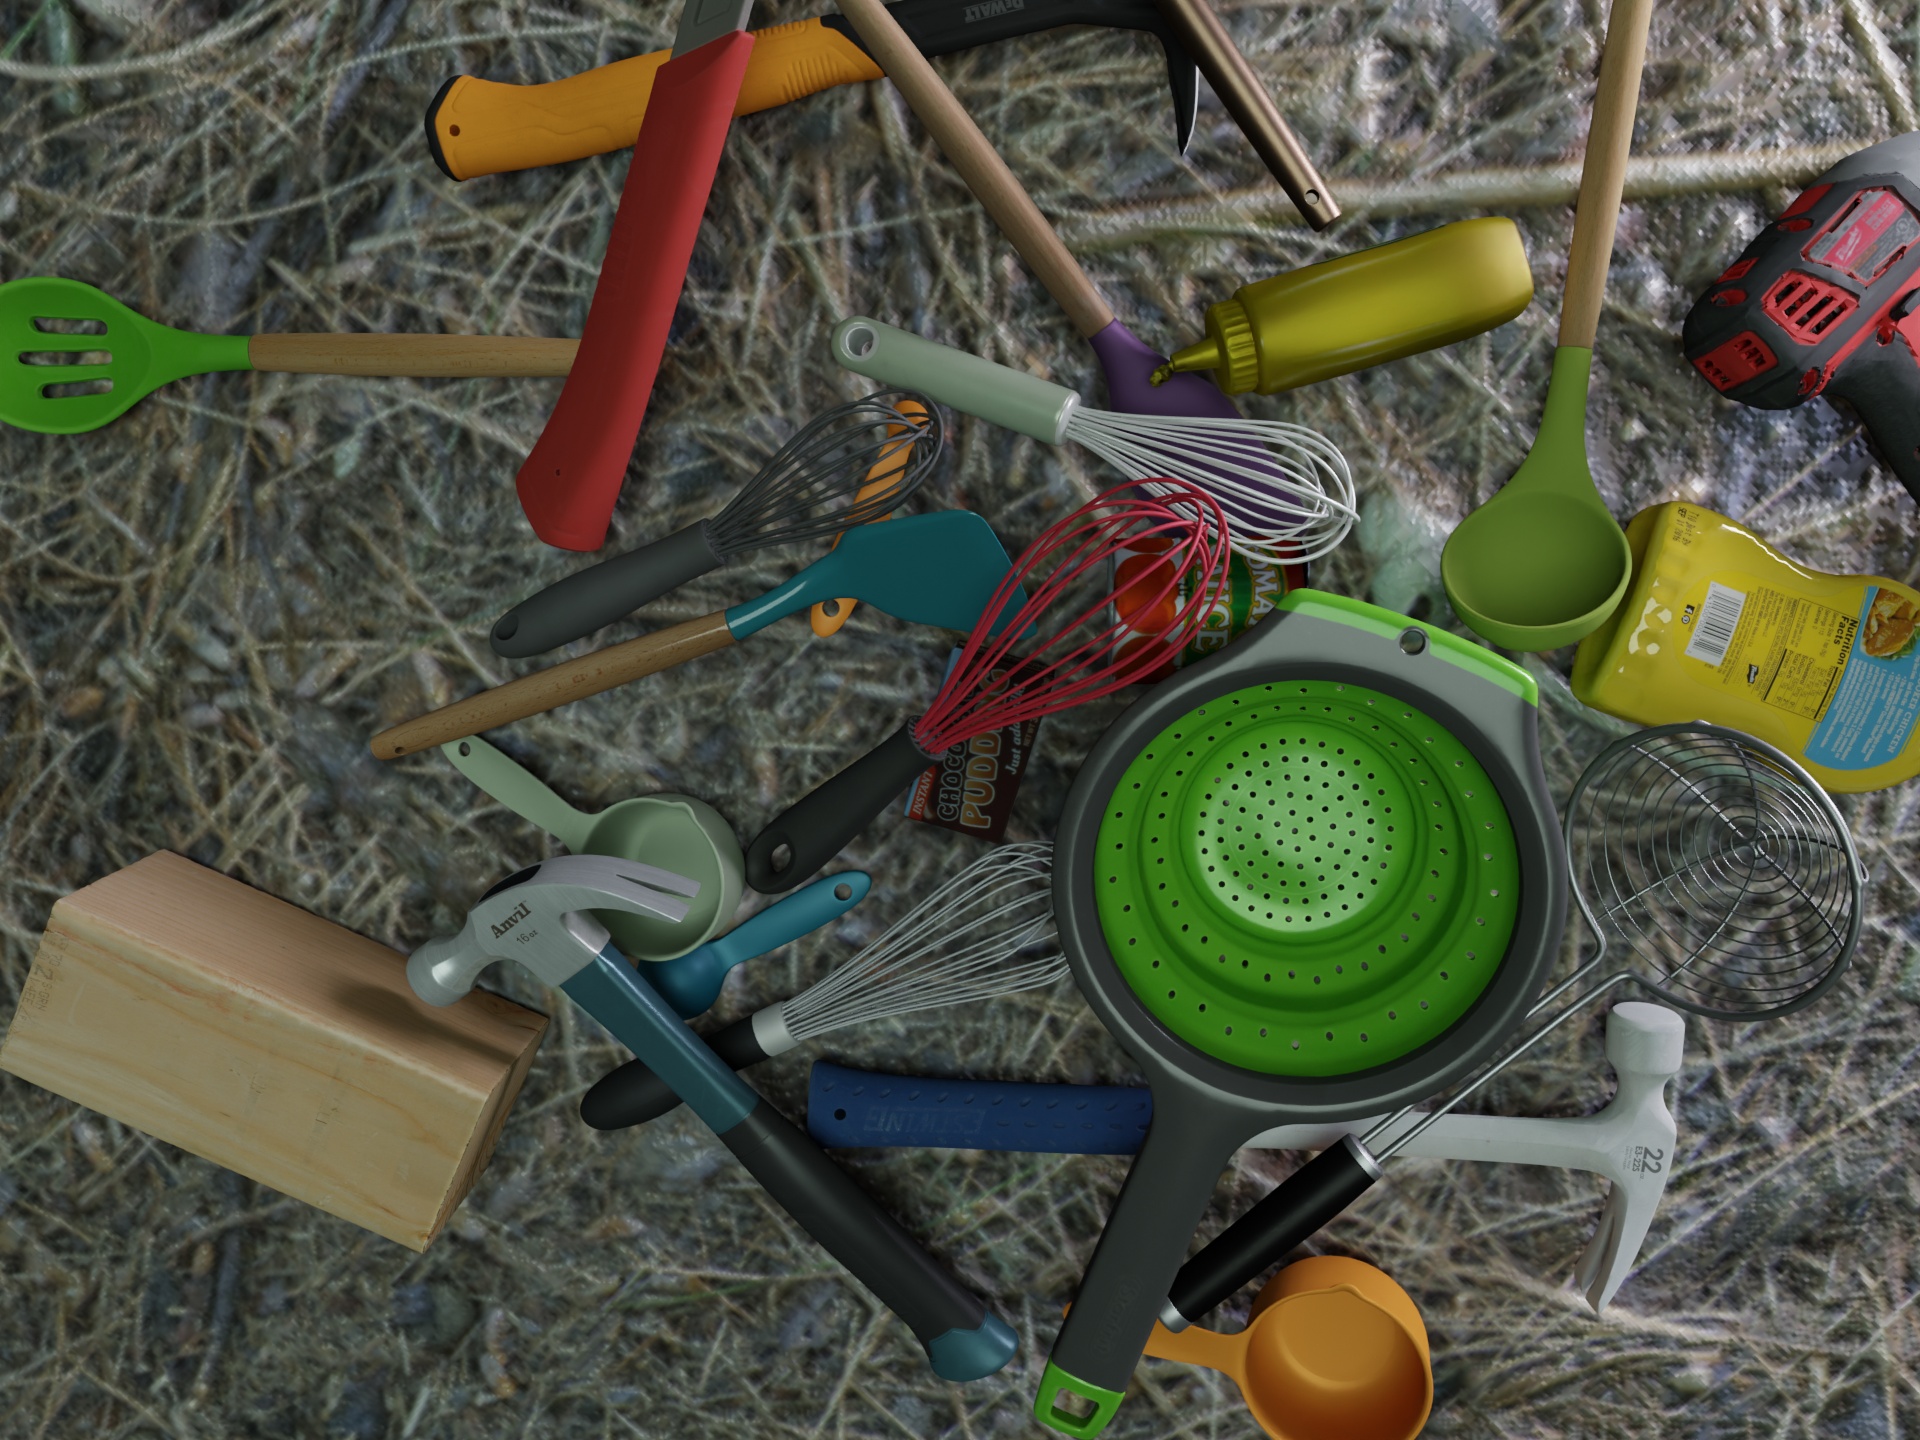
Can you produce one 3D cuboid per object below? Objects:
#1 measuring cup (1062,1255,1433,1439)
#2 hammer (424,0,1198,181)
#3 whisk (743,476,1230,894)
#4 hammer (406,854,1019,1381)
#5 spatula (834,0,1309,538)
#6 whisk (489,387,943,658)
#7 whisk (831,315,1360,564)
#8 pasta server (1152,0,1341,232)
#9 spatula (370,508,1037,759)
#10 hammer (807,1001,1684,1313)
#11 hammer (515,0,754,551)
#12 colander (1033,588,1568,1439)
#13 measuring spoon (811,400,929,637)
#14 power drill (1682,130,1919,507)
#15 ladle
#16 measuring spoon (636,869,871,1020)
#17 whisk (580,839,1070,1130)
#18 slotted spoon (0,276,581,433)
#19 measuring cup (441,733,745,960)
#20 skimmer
[{"bbox_3d":[0.139,0.295,0.769,0.173,0.052,0.095,8,99,16],"label":"measuring cup"},{"bbox_3d":[-0.066,-0.279,0.690,0.337,0.034,0.127,-11,97,4],"label":"hammer"},{"bbox_3d":[-0.001,-0.002,0.681,0.295,0.073,0.073,-39,96,31],"label":"whisk"},{"bbox_3d":[-0.094,0.191,0.731,0.128,0.033,0.331,-37,104,20],"label":"hammer"},{"bbox_3d":[0.043,-0.188,0.685,0.060,0.018,0.315,-36,106,14],"label":"spatula"},{"bbox_3d":[-0.113,-0.083,0.714,0.239,0.055,0.055,-24,97,14],"label":"whisk"},{"bbox_3d":[0.054,-0.127,0.684,0.246,0.059,0.058,23,94,14],"label":"whisk"},{"bbox_3d":[0.060,-0.332,0.641,0.060,0.040,0.316,-34,96,19],"label":"pasta server"},{"bbox_3d":[-0.127,-0.028,0.714,0.317,0.044,0.082,-18,139,10],"label":"spatula"},{"bbox_3d":[0.131,0.199,0.757,0.405,0.035,0.144,2,99,2],"label":"hammer"},{"bbox_3d":[-0.107,-0.234,0.654,0.149,0.037,0.359,26,111,11],"label":"hammer"},{"bbox_3d":[0.118,0.134,0.703,0.204,0.094,0.397,22,105,5],"label":"colander"},{"bbox_3d":[-0.043,-0.091,0.730,0.021,0.011,0.117,23,99,-1],"label":"measuring spoon"},{"bbox_3d":[0.425,-0.140,0.665,0.219,0.078,0.143,45,84,0],"label":"power drill"},{"bbox_3d":[0.266,-0.188,0.680,0.078,0.062,0.320,10,97,24],"label":"ladle"},{"bbox_3d":[-0.099,0.106,0.758,0.128,0.021,0.042,-29,97,8],"label":"measuring spoon"},{"bbox_3d":[-0.058,0.133,0.747,0.284,0.070,0.070,-26,97,11],"label":"whisk"},{"bbox_3d":[-0.295,-0.165,0.723,0.313,0.031,0.070,1,99,1],"label":"slotted spoon"},{"bbox_3d":[-0.174,0.048,0.752,0.168,0.038,0.083,32,105,14],"label":"measuring cup"},{"bbox_3d":[0.213,0.149,0.682,0.363,0.090,0.127,-42,62,10],"label":"skimmer"}]
